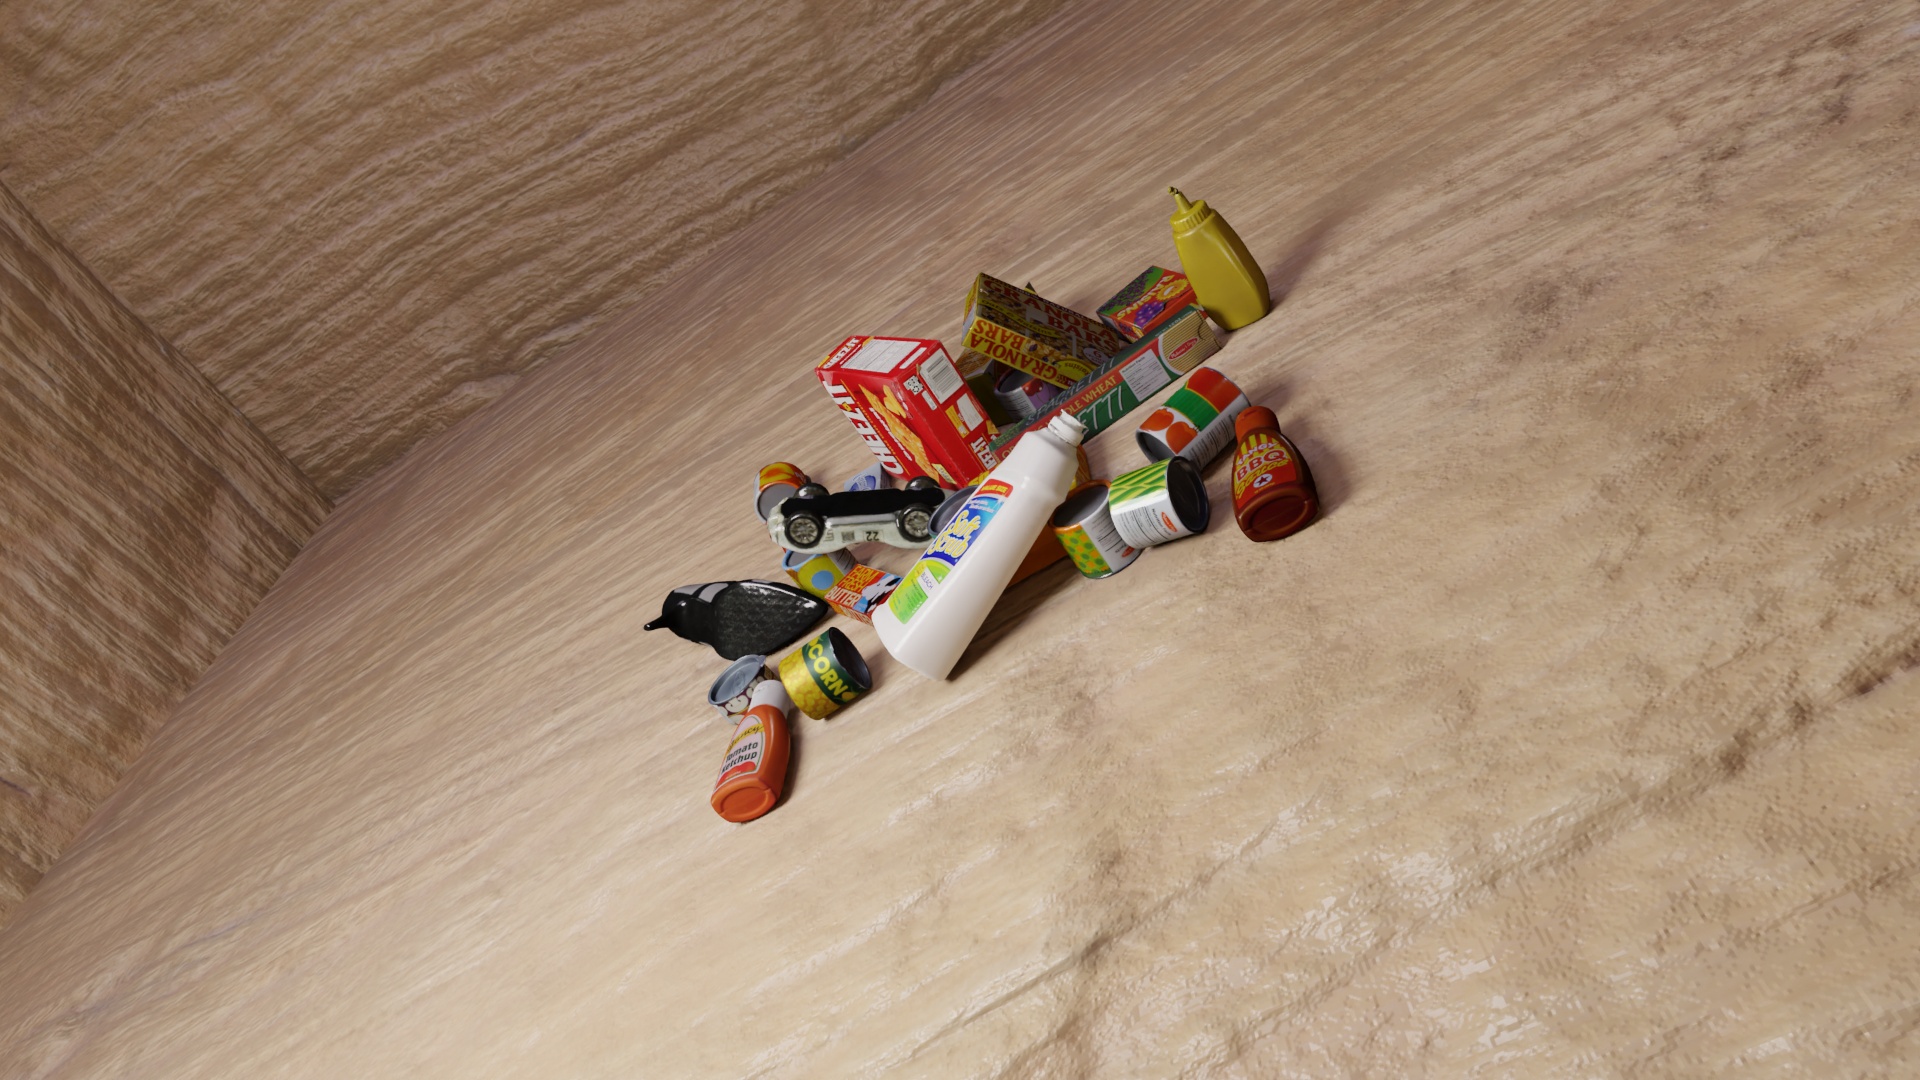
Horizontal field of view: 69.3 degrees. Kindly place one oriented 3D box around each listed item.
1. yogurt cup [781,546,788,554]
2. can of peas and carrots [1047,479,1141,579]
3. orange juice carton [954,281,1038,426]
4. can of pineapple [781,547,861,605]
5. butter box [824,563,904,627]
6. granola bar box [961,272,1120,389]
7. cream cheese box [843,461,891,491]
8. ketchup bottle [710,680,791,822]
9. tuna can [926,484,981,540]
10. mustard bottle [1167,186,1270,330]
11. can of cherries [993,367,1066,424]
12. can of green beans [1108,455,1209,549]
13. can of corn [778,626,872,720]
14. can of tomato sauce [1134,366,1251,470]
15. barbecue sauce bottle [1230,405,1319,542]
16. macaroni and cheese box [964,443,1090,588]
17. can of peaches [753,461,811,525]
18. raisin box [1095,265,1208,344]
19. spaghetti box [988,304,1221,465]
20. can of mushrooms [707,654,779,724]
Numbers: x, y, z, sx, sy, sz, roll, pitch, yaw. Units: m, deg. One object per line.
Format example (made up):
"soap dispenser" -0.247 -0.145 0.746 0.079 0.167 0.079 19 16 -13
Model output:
"yogurt cup" -0.170 -0.004 1.541 0.072 0.072 0.054 -35 33 6
"can of peas and carrots" 0.115 -0.010 1.187 0.071 0.058 0.071 -29 26 16
"orange juice carton" 0.059 -0.216 1.593 0.073 0.071 0.194 -12 36 43
"can of pineapple" -0.147 0.028 1.459 0.071 0.057 0.071 -30 26 16
"butter box" -0.091 0.055 1.382 0.053 0.024 0.103 -45 27 -18
"granola bar box" 0.086 -0.213 1.451 0.125 0.165 0.039 -85 19 -58
"cream cheese box" -0.105 -0.048 1.576 0.053 0.024 0.104 -30 26 12
"ketchup bottle" -0.181 0.186 1.254 0.064 0.043 0.149 -28 26 19
"tuna can" 0.005 -0.016 1.273 0.071 0.032 0.071 -31 26 17
"mustard bottle" 0.246 -0.283 1.362 0.065 0.160 0.049 -18 30 33
"can of cherries" 0.079 -0.157 1.482 0.071 0.058 0.072 -30 26 17
"can of green beans" 0.164 -0.031 1.149 0.057 0.071 0.071 -18 31 36
"can of corn" -0.123 0.121 1.258 0.058 0.071 0.071 -34 25 10
"can of tomato sauce" 0.203 -0.101 1.218 0.083 0.071 0.071 -44 26 -12
"barbecue sauce bottle" 0.247 -0.059 1.117 0.064 0.043 0.149 -28 26 21
"macaroni and cheese box" 0.064 -0.031 1.309 0.123 0.040 0.167 -29 27 16
"can of peaches" -0.215 -0.055 1.681 0.071 0.071 0.058 -33 25 9
"raisin box" 0.210 -0.250 1.493 0.086 0.040 0.123 -38 26 -4
"spaghetti box" 0.142 -0.143 1.389 0.250 0.050 0.029 -34 23 6
"can of mushrooms" -0.212 0.146 1.372 0.071 0.033 0.071 -30 25 16
